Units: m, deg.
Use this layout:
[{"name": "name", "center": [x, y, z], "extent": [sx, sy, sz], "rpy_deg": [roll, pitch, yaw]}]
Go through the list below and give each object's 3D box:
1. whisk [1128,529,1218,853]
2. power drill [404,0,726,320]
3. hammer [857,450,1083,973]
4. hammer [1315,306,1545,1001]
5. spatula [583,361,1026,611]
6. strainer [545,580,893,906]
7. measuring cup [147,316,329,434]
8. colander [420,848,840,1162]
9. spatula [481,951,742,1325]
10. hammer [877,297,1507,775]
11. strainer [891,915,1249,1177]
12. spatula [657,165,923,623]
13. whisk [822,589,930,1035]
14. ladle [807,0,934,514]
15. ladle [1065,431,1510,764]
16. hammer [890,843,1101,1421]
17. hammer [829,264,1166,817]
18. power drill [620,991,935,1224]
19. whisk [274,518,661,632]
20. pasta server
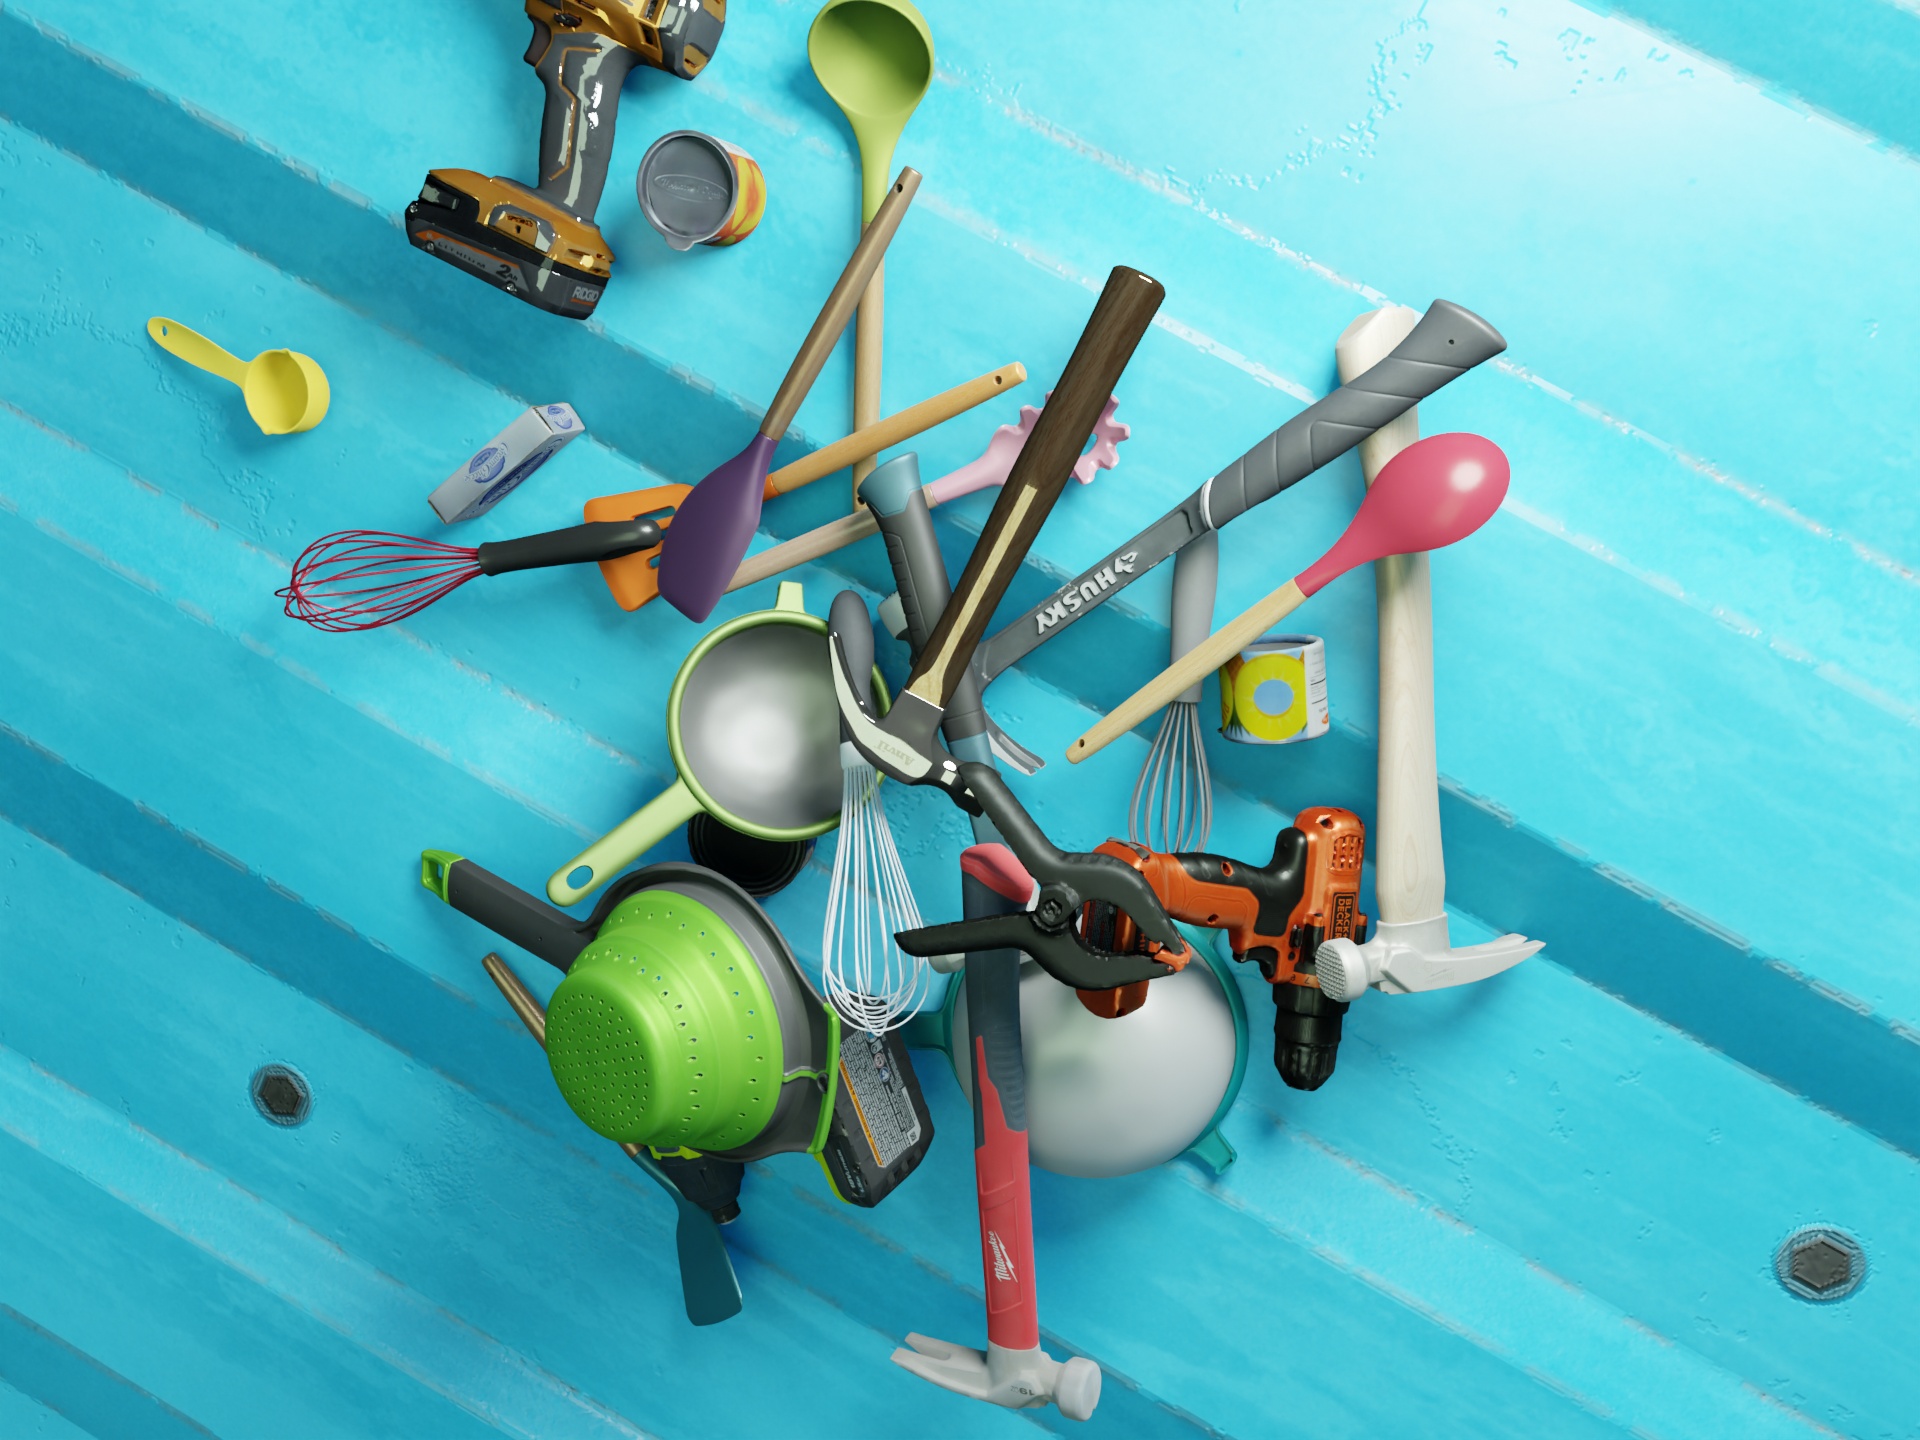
[{"name": "whisk", "center": [0.141, -0.016, 1.013], "extent": [0.055, 0.055, 0.239], "rpy_deg": [6, 99, 11]}, {"name": "power drill", "center": [-0.269, -0.391, 0.997], "extent": [0.185, 0.084, 0.226], "rpy_deg": [27, 103, 6]}, {"name": "hammer", "center": [-0.002, -0.003, 1.002], "extent": [0.128, 0.033, 0.331], "rpy_deg": [-13, 98, 24]}, {"name": "hammer", "center": [0.277, -0.040, 0.964], "extent": [0.146, 0.038, 0.410], "rpy_deg": [-6, 97, -17]}, {"name": "spatula", "center": [-0.102, -0.159, 1.016], "extent": [0.322, 0.041, 0.081], "rpy_deg": [-20, 92, 27]}, {"name": "strainer", "center": [-0.162, 0.038, 1.033], "extent": [0.256, 0.069, 0.151], "rpy_deg": [-38, 95, -19]}, {"name": "measuring cup", "center": [-0.505, -0.249, 1.114], "extent": [0.156, 0.029, 0.062], "rpy_deg": [28, 108, 17]}, {"name": "colander", "center": [-0.259, 0.174, 1.047], "extent": [0.397, 0.094, 0.204], "rpy_deg": [21, 113, 32]}, {"name": "spatula", "center": [-0.261, 0.305, 1.175], "extent": [0.317, 0.044, 0.082], "rpy_deg": [53, 135, -1]}, {"name": "hammer", "center": [0.138, -0.114, 0.955], "extent": [0.409, 0.036, 0.149], "rpy_deg": [-33, 88, 26]}, {"name": "strainer", "center": [0.020, 0.224, 1.067], "extent": [0.340, 0.095, 0.211], "rpy_deg": [-1, 103, 11]}, {"name": "spatula", "center": [-0.109, -0.201, 0.993], "extent": [0.060, 0.018, 0.316], "rpy_deg": [39, 110, 17]}, {"name": "whisk", "center": [-0.062, 0.054, 1.000], "extent": [0.070, 0.070, 0.285], "rpy_deg": [-8, 76, 14]}, {"name": "ladle", "center": [-0.059, -0.281, 0.987], "extent": [0.078, 0.062, 0.320], "rpy_deg": [7, 107, 12]}, {"name": "ladle", "center": [0.181, -0.064, 0.939], "extent": [0.315, 0.031, 0.069], "rpy_deg": [-38, 55, 26]}, {"name": "hammer", "center": [0.012, 0.264, 1.018], "extent": [0.143, 0.038, 0.386], "rpy_deg": [4, 107, 26]}, {"name": "hammer", "center": [0.029, -0.116, 0.947], "extent": [0.130, 0.031, 0.331], "rpy_deg": [27, 94, 0]}, {"name": "power drill", "center": [-0.134, 0.268, 1.095], "extent": [0.223, 0.080, 0.171], "rpy_deg": [-14, 100, 39]}, {"name": "whisk", "center": [-0.336, -0.106, 1.076], "extent": [0.296, 0.073, 0.073], "rpy_deg": [-7, 101, 17]}, {"name": "pasta server", "center": [-0.043, -0.134, 1.014], "extent": [0.316, 0.040, 0.060], "rpy_deg": [-21, 97, 12]}]
